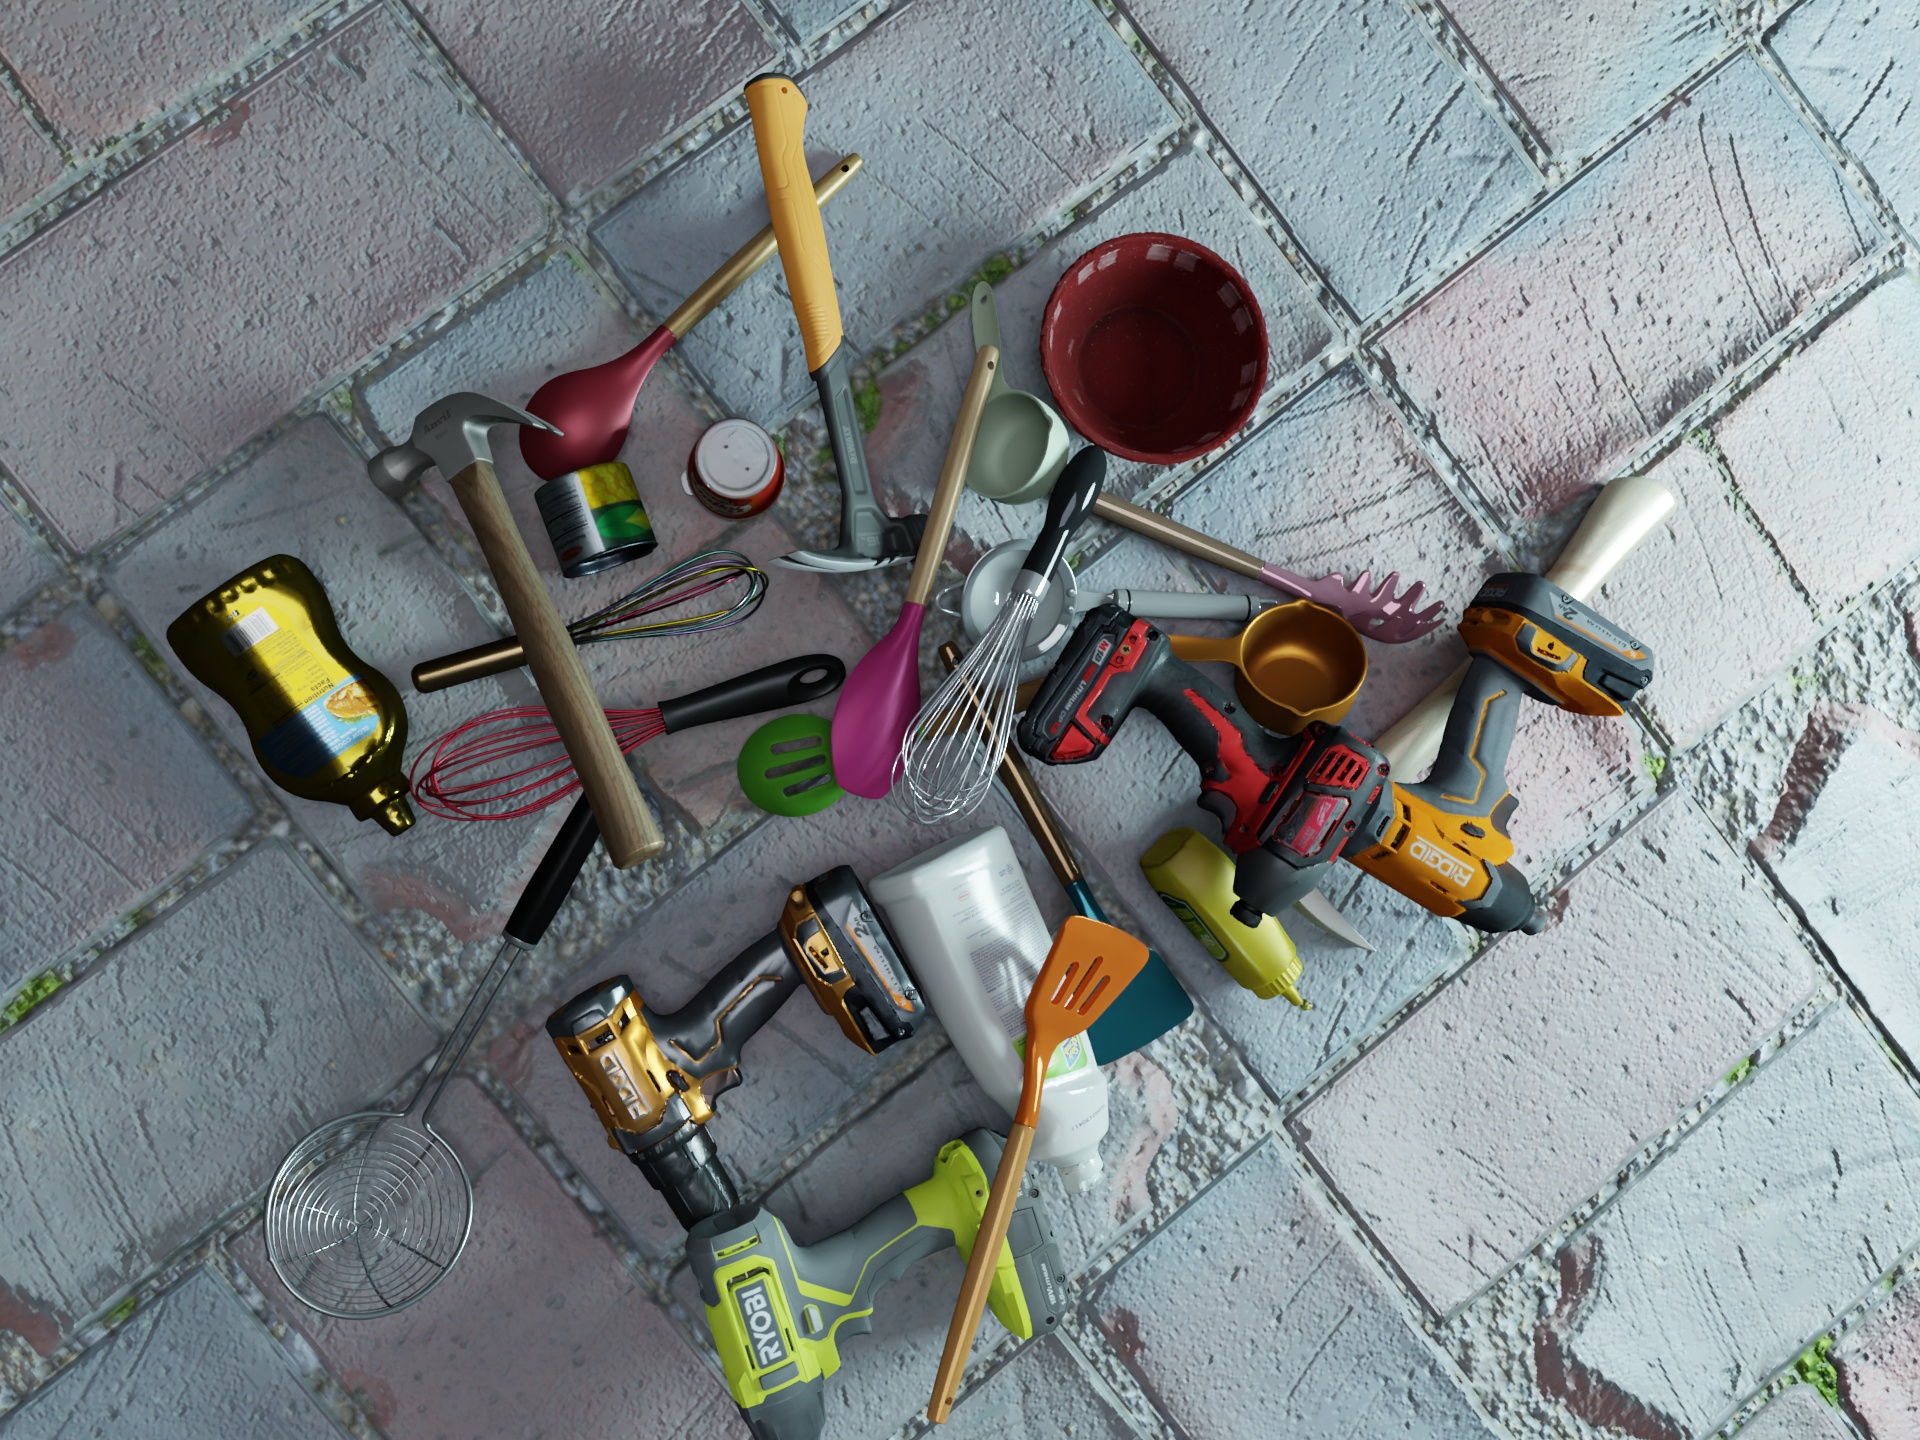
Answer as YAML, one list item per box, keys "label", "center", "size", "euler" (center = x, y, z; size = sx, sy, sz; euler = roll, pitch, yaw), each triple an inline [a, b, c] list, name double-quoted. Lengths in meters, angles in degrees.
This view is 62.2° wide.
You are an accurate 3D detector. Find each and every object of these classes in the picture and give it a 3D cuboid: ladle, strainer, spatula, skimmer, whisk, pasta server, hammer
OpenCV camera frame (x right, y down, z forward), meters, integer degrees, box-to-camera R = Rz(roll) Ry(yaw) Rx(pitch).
- label: "ladle"
  center: [-0.180, -0.282, 1.090]
  size: [0.069, 0.031, 0.315]
  euler: [45, 82, -4]
- label: "strainer"
  center: [0.103, -0.082, 1.113]
  size: [0.258, 0.050, 0.087]
  euler: [2, 105, -13]
- label: "spatula"
  center: [0.039, 0.283, 1.011]
  size: [0.081, 0.041, 0.323]
  euler: [28, 73, -35]
- label: "skimmer"
  center: [-0.310, 0.200, 1.008]
  size: [0.127, 0.090, 0.363]
  euler: [30, 93, -15]
- label: "spatula"
  center: [0.062, 0.088, 1.096]
  size: [0.082, 0.044, 0.317]
  euler: [-28, 93, -7]
- label: "whisk"
  center: [-0.248, -0.064, 1.066]
  size: [0.245, 0.047, 0.051]
  euler: [-17, 92, -4]
- label: "pasta server"
  center: [0.191, -0.122, 1.126]
  size: [0.316, 0.060, 0.040]
  euler: [22, 129, -4]
- label: "whisk"
  center: [-0.218, 0.005, 1.061]
  size: [0.296, 0.073, 0.073]
  euler: [-17, 90, -13]
- label: "hammer"
  center: [0.375, -0.019, 1.147]
  size: [0.410, 0.038, 0.146]
  euler: [-44, 95, -7]
- label: "whisk"
  center: [0.031, -0.060, 1.047]
  size: [0.070, 0.070, 0.285]
  euler: [27, 78, -6]
- label: "hammer"
  center: [-0.266, -0.061, 1.007]
  size: [0.130, 0.031, 0.331]
  euler: [-31, 78, 20]
- label: "hammer"
  center: [-0.101, -0.265, 1.063]
  size: [0.127, 0.034, 0.337]
  euler: [-12, 90, -43]

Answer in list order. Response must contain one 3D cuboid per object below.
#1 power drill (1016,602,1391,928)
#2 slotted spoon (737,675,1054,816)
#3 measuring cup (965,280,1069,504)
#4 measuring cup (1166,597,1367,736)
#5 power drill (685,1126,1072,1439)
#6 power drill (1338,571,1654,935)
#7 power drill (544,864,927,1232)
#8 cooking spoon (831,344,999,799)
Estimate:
- label: "power drill"
  center: [0.154, 0.030, 1.046]
  size: [0.220, 0.078, 0.143]
  euler: [32, 95, 10]
- label: "slotted spoon"
  center: [-0.002, -0.004, 1.103]
  size: [0.313, 0.031, 0.070]
  euler: [-17, 92, -9]
- label: "measuring cup"
  center: [0.034, -0.227, 1.107]
  size: [0.083, 0.038, 0.168]
  euler: [-20, 68, 33]
- label: "measuring cup"
  center: [0.193, -0.035, 1.113]
  size: [0.173, 0.052, 0.095]
  euler: [4, 61, 6]
- label: "power drill"
  center: [-0.050, 0.375, 1.039]
  size: [0.223, 0.080, 0.171]
  euler: [-18, 93, -18]
- label: "power drill"
  center: [0.374, 0.031, 1.090]
  size: [0.164, 0.084, 0.226]
  euler: [31, 89, -9]
- label: "power drill"
  center: [-0.134, 0.221, 1.055]
  size: [0.226, 0.084, 0.185]
  euler: [-29, 94, -3]
- label: "cooking spoon"
  center: [-0.023, -0.102, 1.070]
  size: [0.068, 0.017, 0.319]
  euler: [20, 83, -36]
